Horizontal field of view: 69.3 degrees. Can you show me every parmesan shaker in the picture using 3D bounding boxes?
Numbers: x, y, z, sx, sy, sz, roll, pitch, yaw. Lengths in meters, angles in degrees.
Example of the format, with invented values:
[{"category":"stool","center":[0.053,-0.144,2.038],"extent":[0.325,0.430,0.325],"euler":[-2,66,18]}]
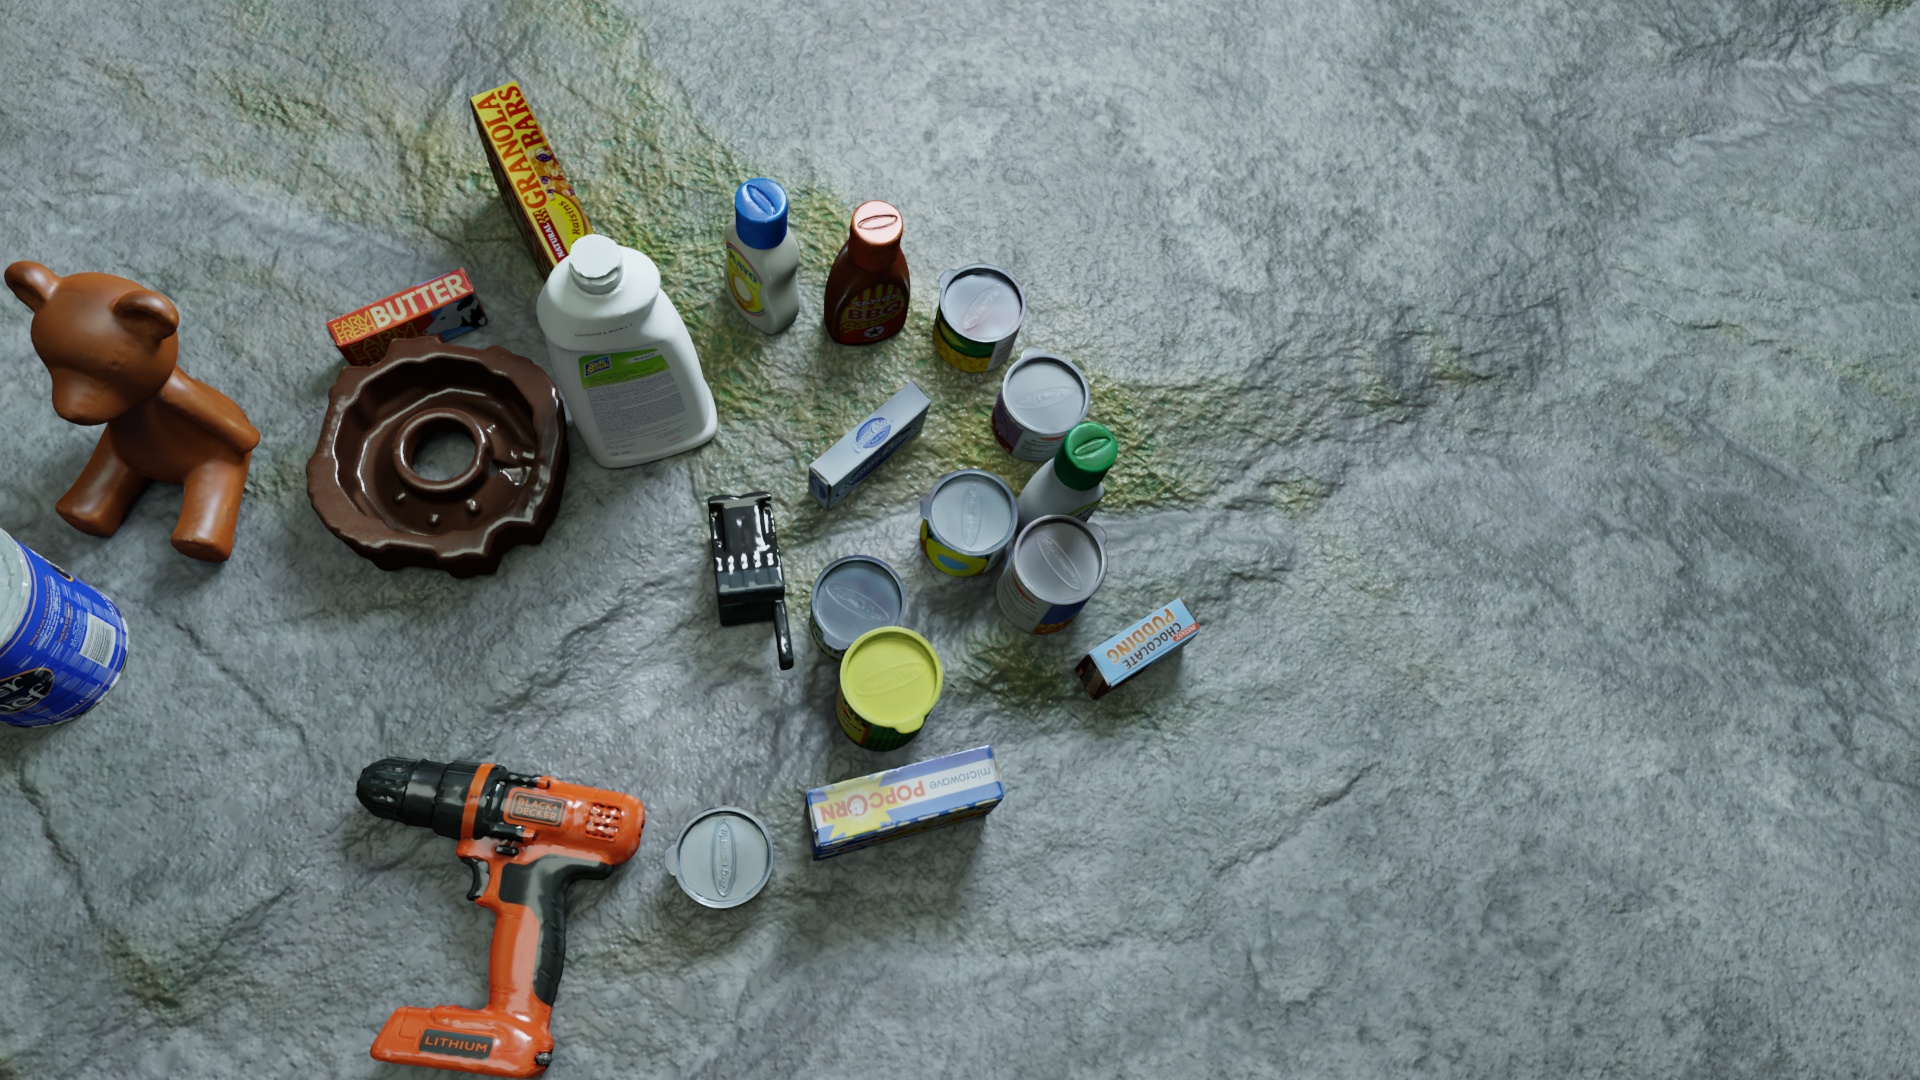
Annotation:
[{"category":"parmesan shaker","center":[-0.050,0.106,0.939],"extent":[0.071,0.102,0.071],"euler":[2,71,-7]}]

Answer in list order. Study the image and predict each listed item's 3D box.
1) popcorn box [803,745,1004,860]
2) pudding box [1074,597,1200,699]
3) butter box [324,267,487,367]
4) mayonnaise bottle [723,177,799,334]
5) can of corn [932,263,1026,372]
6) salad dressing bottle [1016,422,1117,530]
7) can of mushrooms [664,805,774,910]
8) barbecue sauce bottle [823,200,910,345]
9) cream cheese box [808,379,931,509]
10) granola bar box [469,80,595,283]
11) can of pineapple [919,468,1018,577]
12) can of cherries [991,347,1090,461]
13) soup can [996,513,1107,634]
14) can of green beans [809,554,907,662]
[{"category":"popcorn box","center":[-0.039,0.176,0.925],"extent":[0.127,0.085,0.038],"euler":[-13,74,-12]},{"category":"pudding box","center":[0.127,0.079,1.000],"extent":[0.084,0.049,0.030],"euler":[-29,78,-16]},{"category":"butter box","center":[-0.400,-0.158,1.009],"extent":[0.104,0.053,0.024],"euler":[-27,77,-16]},{"category":"mayonnaise bottle","center":[-0.145,-0.208,1.011],"extent":[0.041,0.147,0.065],"euler":[-41,81,-18]},{"category":"can of corn","center":[0.012,-0.171,1.067],"extent":[0.071,0.058,0.071],"euler":[2,71,-7]},{"category":"salad dressing bottle","center":[0.076,-0.039,0.982],"extent":[0.064,0.147,0.044],"euler":[-24,76,-14]},{"category":"can of mushrooms","center":[-0.160,0.212,0.924],"extent":[0.071,0.033,0.071],"euler":[2,71,-7]},{"category":"barbecue sauce bottle","center":[-0.066,-0.195,1.016],"extent":[0.065,0.148,0.044],"euler":[-14,74,-12]},{"category":"cream cheese box","center":[-0.067,-0.070,1.023],"extent":[0.104,0.053,0.024],"euler":[-42,81,-18]},{"category":"granola bar box","center":[-0.297,-0.227,1.009],"extent":[0.039,0.123,0.166],"euler":[-25,76,-15]},{"category":"can of pineapple","center":[0.004,-0.013,1.011],"extent":[0.071,0.057,0.071],"euler":[2,71,-7]},{"category":"can of cherries","center":[0.060,-0.102,1.049],"extent":[0.071,0.058,0.071],"euler":[2,71,-7]},{"category":"soup can","center":[0.066,0.024,0.993],"extent":[0.071,0.083,0.071],"euler":[2,71,-7]},{"category":"can of green beans","center":[-0.073,0.050,0.979],"extent":[0.071,0.057,0.071],"euler":[2,71,-7]}]
